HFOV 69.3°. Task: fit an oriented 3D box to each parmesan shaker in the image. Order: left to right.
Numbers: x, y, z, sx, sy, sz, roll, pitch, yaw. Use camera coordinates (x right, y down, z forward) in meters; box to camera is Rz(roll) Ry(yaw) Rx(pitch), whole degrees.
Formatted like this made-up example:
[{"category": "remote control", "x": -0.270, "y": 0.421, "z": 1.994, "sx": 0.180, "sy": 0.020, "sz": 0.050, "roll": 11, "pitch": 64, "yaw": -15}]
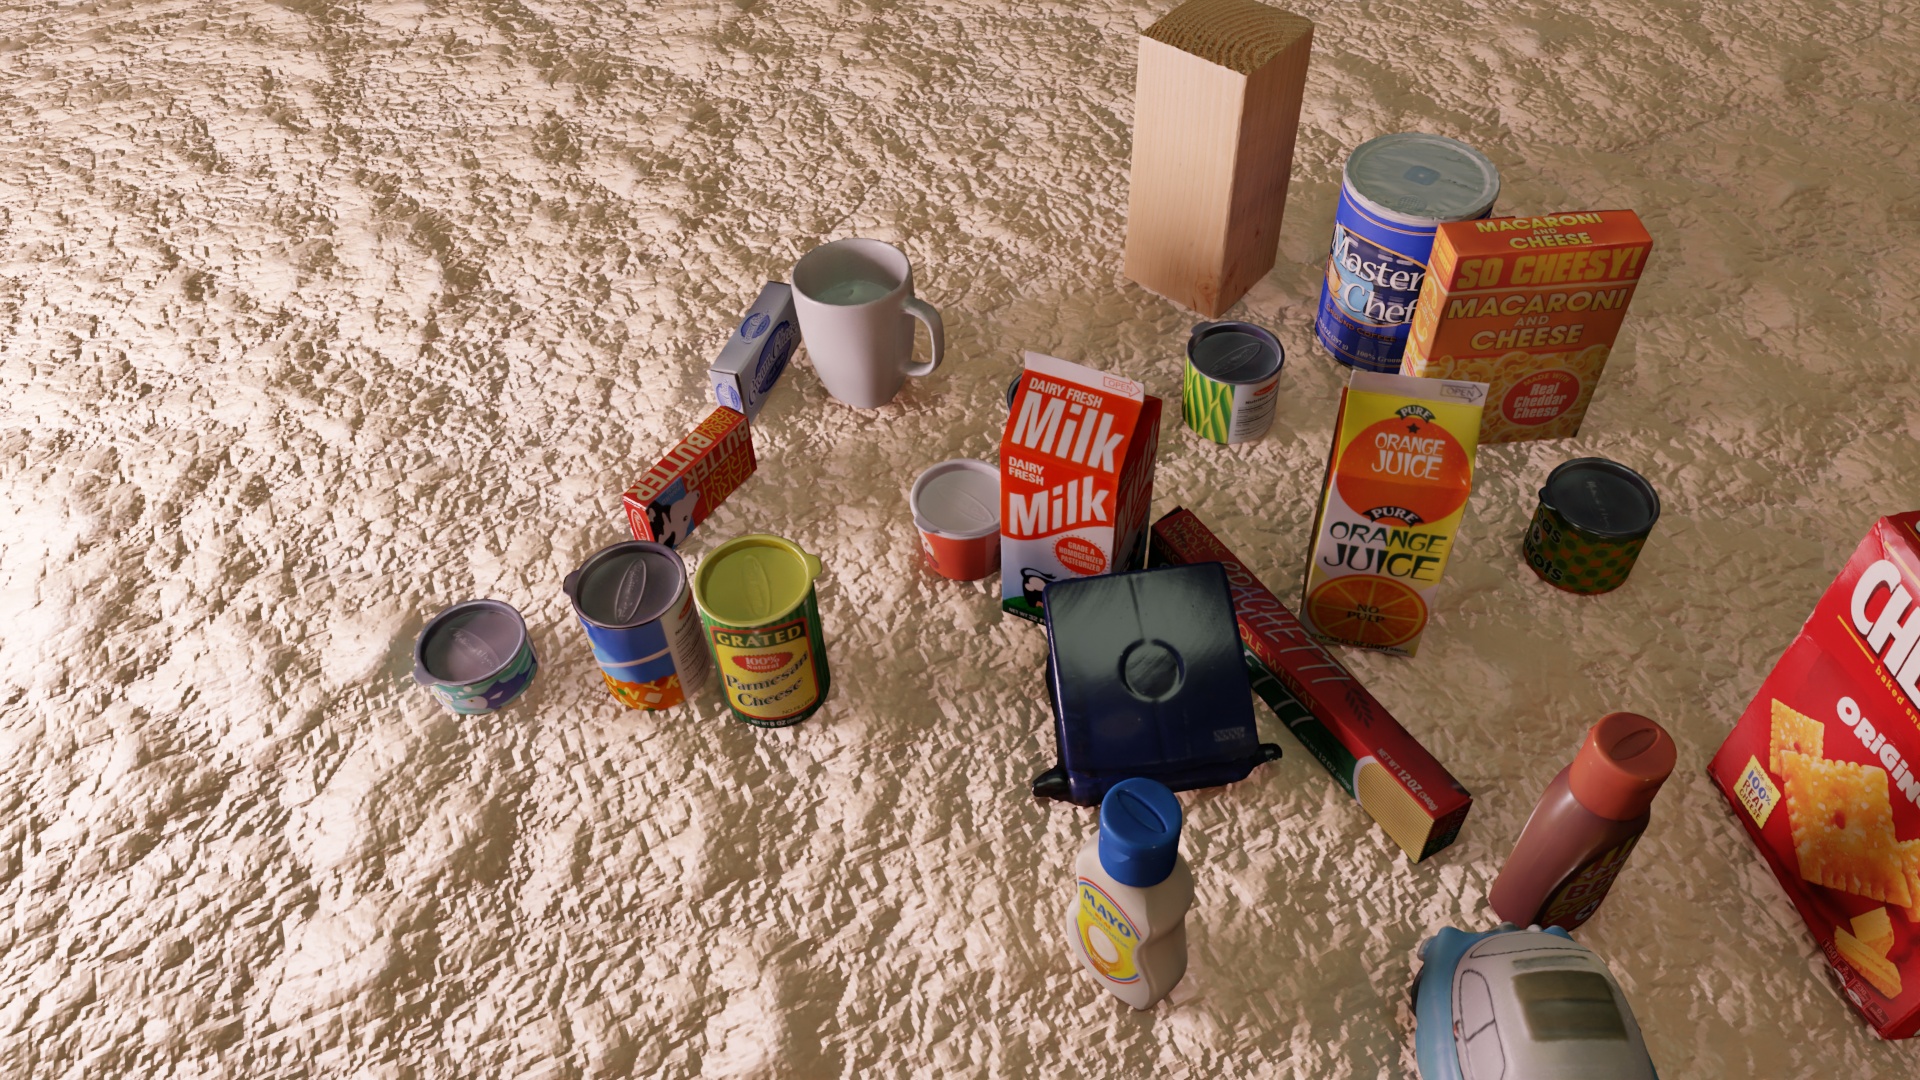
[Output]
[{"category": "parmesan shaker", "x": -0.109, "y": 0.054, "z": 0.803, "sx": 0.071, "sy": 0.102, "sz": 0.072, "roll": -1, "pitch": 48, "yaw": 2}]

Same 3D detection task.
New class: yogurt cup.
[{"category": "yogurt cup", "x": 0.003, "y": -0.011, "z": 0.888, "sx": 0.072, "sy": 0.053, "sz": 0.073, "roll": -1, "pitch": 48, "yaw": 2}]

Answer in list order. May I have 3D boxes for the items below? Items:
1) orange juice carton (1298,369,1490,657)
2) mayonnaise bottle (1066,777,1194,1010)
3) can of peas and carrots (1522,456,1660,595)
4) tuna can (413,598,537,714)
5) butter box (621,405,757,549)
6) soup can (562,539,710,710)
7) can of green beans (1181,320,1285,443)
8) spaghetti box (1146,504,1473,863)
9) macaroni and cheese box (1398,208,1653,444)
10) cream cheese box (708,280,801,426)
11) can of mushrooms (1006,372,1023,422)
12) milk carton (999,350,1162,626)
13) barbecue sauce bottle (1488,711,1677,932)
[{"category": "orange juice carton", "x": 0.244, "y": -0.022, "z": 0.794, "sx": 0.072, "sy": 0.191, "sz": 0.073, "roll": 9, "pitch": 50, "yaw": 11}, {"category": "mayonnaise bottle", "x": 0.082, "y": 0.167, "z": 0.663, "sx": 0.041, "sy": 0.147, "sz": 0.065, "roll": -35, "pitch": 56, "yaw": -25}, {"category": "can of peas and carrots", "x": 0.388, "y": -0.008, "z": 0.863, "sx": 0.071, "sy": 0.058, "sz": 0.071, "roll": -1, "pitch": 48, "yaw": 2}, {"category": "tuna can", "x": -0.295, "y": 0.072, "z": 0.843, "sx": 0.071, "sy": 0.032, "sz": 0.071, "roll": -1, "pitch": 48, "yaw": 2}, {"category": "butter box", "x": -0.178, "y": -0.039, "z": 0.923, "sx": 0.024, "sy": 0.052, "sz": 0.104, "roll": 25, "pitch": 54, "yaw": 23}, {"category": "soup can", "x": -0.190, "y": 0.051, "z": 0.823, "sx": 0.071, "sy": 0.083, "sz": 0.072, "roll": -1, "pitch": 48, "yaw": 2}, {"category": "can of green beans", "x": 0.188, "y": -0.110, "z": 0.964, "sx": 0.071, "sy": 0.057, "sz": 0.071, "roll": -1, "pitch": 48, "yaw": 2}, {"category": "spaghetti box", "x": 0.191, "y": 0.076, "z": 0.804, "sx": 0.029, "sy": 0.050, "sz": 0.251, "roll": -25, "pitch": 52, "yaw": -19}, {"category": "macaroni and cheese box", "x": 0.358, "y": -0.135, "z": 0.906, "sx": 0.124, "sy": 0.165, "sz": 0.040, "roll": -5, "pitch": 48, "yaw": -1}, {"category": "cream cheese box", "x": -0.146, "y": -0.136, "z": 1.007, "sx": 0.024, "sy": 0.053, "sz": 0.104, "roll": 12, "pitch": 50, "yaw": 14}, {"category": "can of mushrooms", "x": 0.064, "y": -0.088, "z": 0.967, "sx": 0.071, "sy": 0.033, "sz": 0.071, "roll": -1, "pitch": 48, "yaw": 2}, {"category": "milk carton", "x": 0.069, "y": -0.031, "z": 0.812, "sx": 0.072, "sy": 0.189, "sz": 0.074, "roll": 18, "pitch": 52, "yaw": 18}, {"category": "barbecue sauce bottle", "x": 0.304, "y": 0.139, "z": 0.676, "sx": 0.065, "sy": 0.147, "sz": 0.044, "roll": -24, "pitch": 51, "yaw": -17}]
